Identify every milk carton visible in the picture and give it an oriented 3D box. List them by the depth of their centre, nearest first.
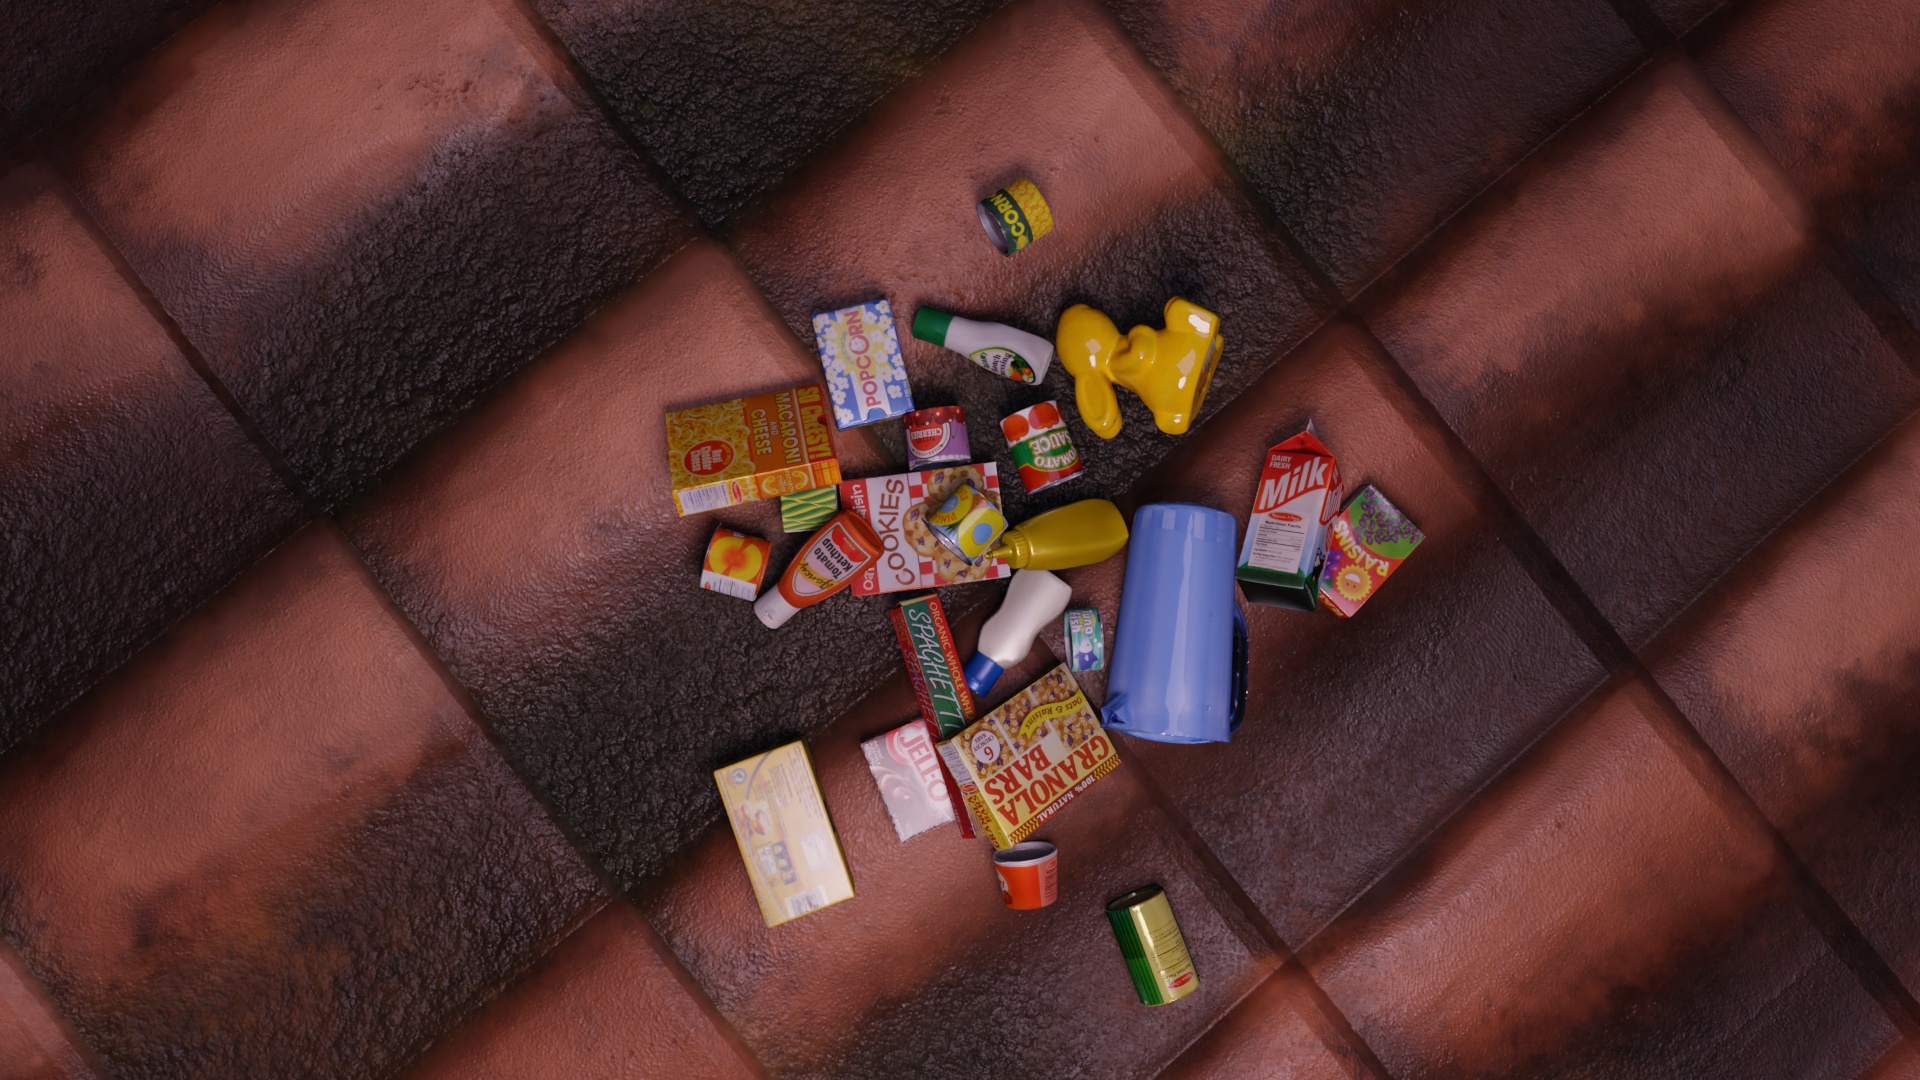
[{"bbox_3d":[0.351,-0.029,1.454,0.073,0.072,0.191,9,70,27],"label":"milk carton"}]

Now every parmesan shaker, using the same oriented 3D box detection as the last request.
[{"bbox_3d":[0.200,0.417,1.435,0.071,0.071,0.103,-21,87,-5],"label":"parmesan shaker"}]

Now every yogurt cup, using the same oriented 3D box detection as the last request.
[{"bbox_3d":[0.070,0.346,1.433,0.072,0.072,0.054,-8,94,-4],"label":"yogurt cup"}]

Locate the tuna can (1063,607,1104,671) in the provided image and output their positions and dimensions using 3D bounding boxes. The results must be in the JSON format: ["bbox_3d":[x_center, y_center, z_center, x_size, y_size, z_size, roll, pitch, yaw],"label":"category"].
[{"bbox_3d":[0.129,0.102,1.452,0.033,0.071,0.071,-4,86,-4],"label":"tuna can"}]

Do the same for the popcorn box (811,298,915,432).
[{"bbox_3d":[-0.104,-0.186,1.476,0.085,0.038,0.126,-14,86,-6],"label":"popcorn box"}]

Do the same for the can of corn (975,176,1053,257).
[{"bbox_3d":[0.059,-0.347,1.483,0.058,0.071,0.071,-32,88,-6],"label":"can of corn"}]

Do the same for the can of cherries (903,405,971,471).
[{"bbox_3d":[-0.025,-0.107,1.458,0.071,0.071,0.058,-7,86,-4],"label":"can of cherries"}]

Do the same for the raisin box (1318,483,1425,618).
[{"bbox_3d":[0.424,0.011,1.495,0.086,0.040,0.123,44,83,0],"label":"raisin box"}]

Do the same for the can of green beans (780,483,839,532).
[{"bbox_3d":[-0.157,-0.043,1.446,0.058,0.071,0.071,-3,86,-3],"label":"can of green beans"}]

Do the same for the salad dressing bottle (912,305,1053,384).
[{"bbox_3d":[0.023,-0.210,1.477,0.148,0.064,0.044,20,66,6],"label":"salad dressing bottle"}]

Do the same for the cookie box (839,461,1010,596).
[{"bbox_3d":[-0.038,-0.012,1.465,0.168,0.040,0.123,-7,86,-4],"label":"cookie box"}]

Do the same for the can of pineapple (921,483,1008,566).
[{"bbox_3d":[0.005,-0.018,1.414,0.071,0.071,0.058,43,82,0],"label":"can of pineapple"}]

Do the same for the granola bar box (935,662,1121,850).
[{"bbox_3d":[0.071,0.218,1.417,0.166,0.039,0.124,-30,89,-34],"label":"granola bar box"}]

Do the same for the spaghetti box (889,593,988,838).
[{"bbox_3d":[-0.010,0.178,1.425,0.050,0.028,0.250,-14,82,-34],"label":"spaghetti box"}]

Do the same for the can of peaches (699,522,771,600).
[{"bbox_3d":[-0.231,0.022,1.437,0.058,0.071,0.071,16,85,-3],"label":"can of peaches"}]

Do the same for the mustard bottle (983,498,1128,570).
[{"bbox_3d":[0.094,0.000,1.446,0.161,0.048,0.065,-12,62,-23],"label":"mustard bottle"}]

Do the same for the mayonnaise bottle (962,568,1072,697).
[{"bbox_3d":[0.053,0.096,1.463,0.065,0.041,0.148,35,85,6],"label":"mayonnaise bottle"}]

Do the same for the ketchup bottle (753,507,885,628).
[{"bbox_3d":[-0.149,0.034,1.427,0.148,0.044,0.064,-40,94,20],"label":"ketchup bottle"}]

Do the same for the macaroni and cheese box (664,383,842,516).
[{"bbox_3d":[-0.214,-0.095,1.426,0.167,0.040,0.124,-12,47,-5],"label":"macaroni and cheese box"}]

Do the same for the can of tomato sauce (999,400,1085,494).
[{"bbox_3d":[0.087,-0.099,1.465,0.071,0.071,0.083,-21,87,-5],"label":"can of tomato sauce"}]
